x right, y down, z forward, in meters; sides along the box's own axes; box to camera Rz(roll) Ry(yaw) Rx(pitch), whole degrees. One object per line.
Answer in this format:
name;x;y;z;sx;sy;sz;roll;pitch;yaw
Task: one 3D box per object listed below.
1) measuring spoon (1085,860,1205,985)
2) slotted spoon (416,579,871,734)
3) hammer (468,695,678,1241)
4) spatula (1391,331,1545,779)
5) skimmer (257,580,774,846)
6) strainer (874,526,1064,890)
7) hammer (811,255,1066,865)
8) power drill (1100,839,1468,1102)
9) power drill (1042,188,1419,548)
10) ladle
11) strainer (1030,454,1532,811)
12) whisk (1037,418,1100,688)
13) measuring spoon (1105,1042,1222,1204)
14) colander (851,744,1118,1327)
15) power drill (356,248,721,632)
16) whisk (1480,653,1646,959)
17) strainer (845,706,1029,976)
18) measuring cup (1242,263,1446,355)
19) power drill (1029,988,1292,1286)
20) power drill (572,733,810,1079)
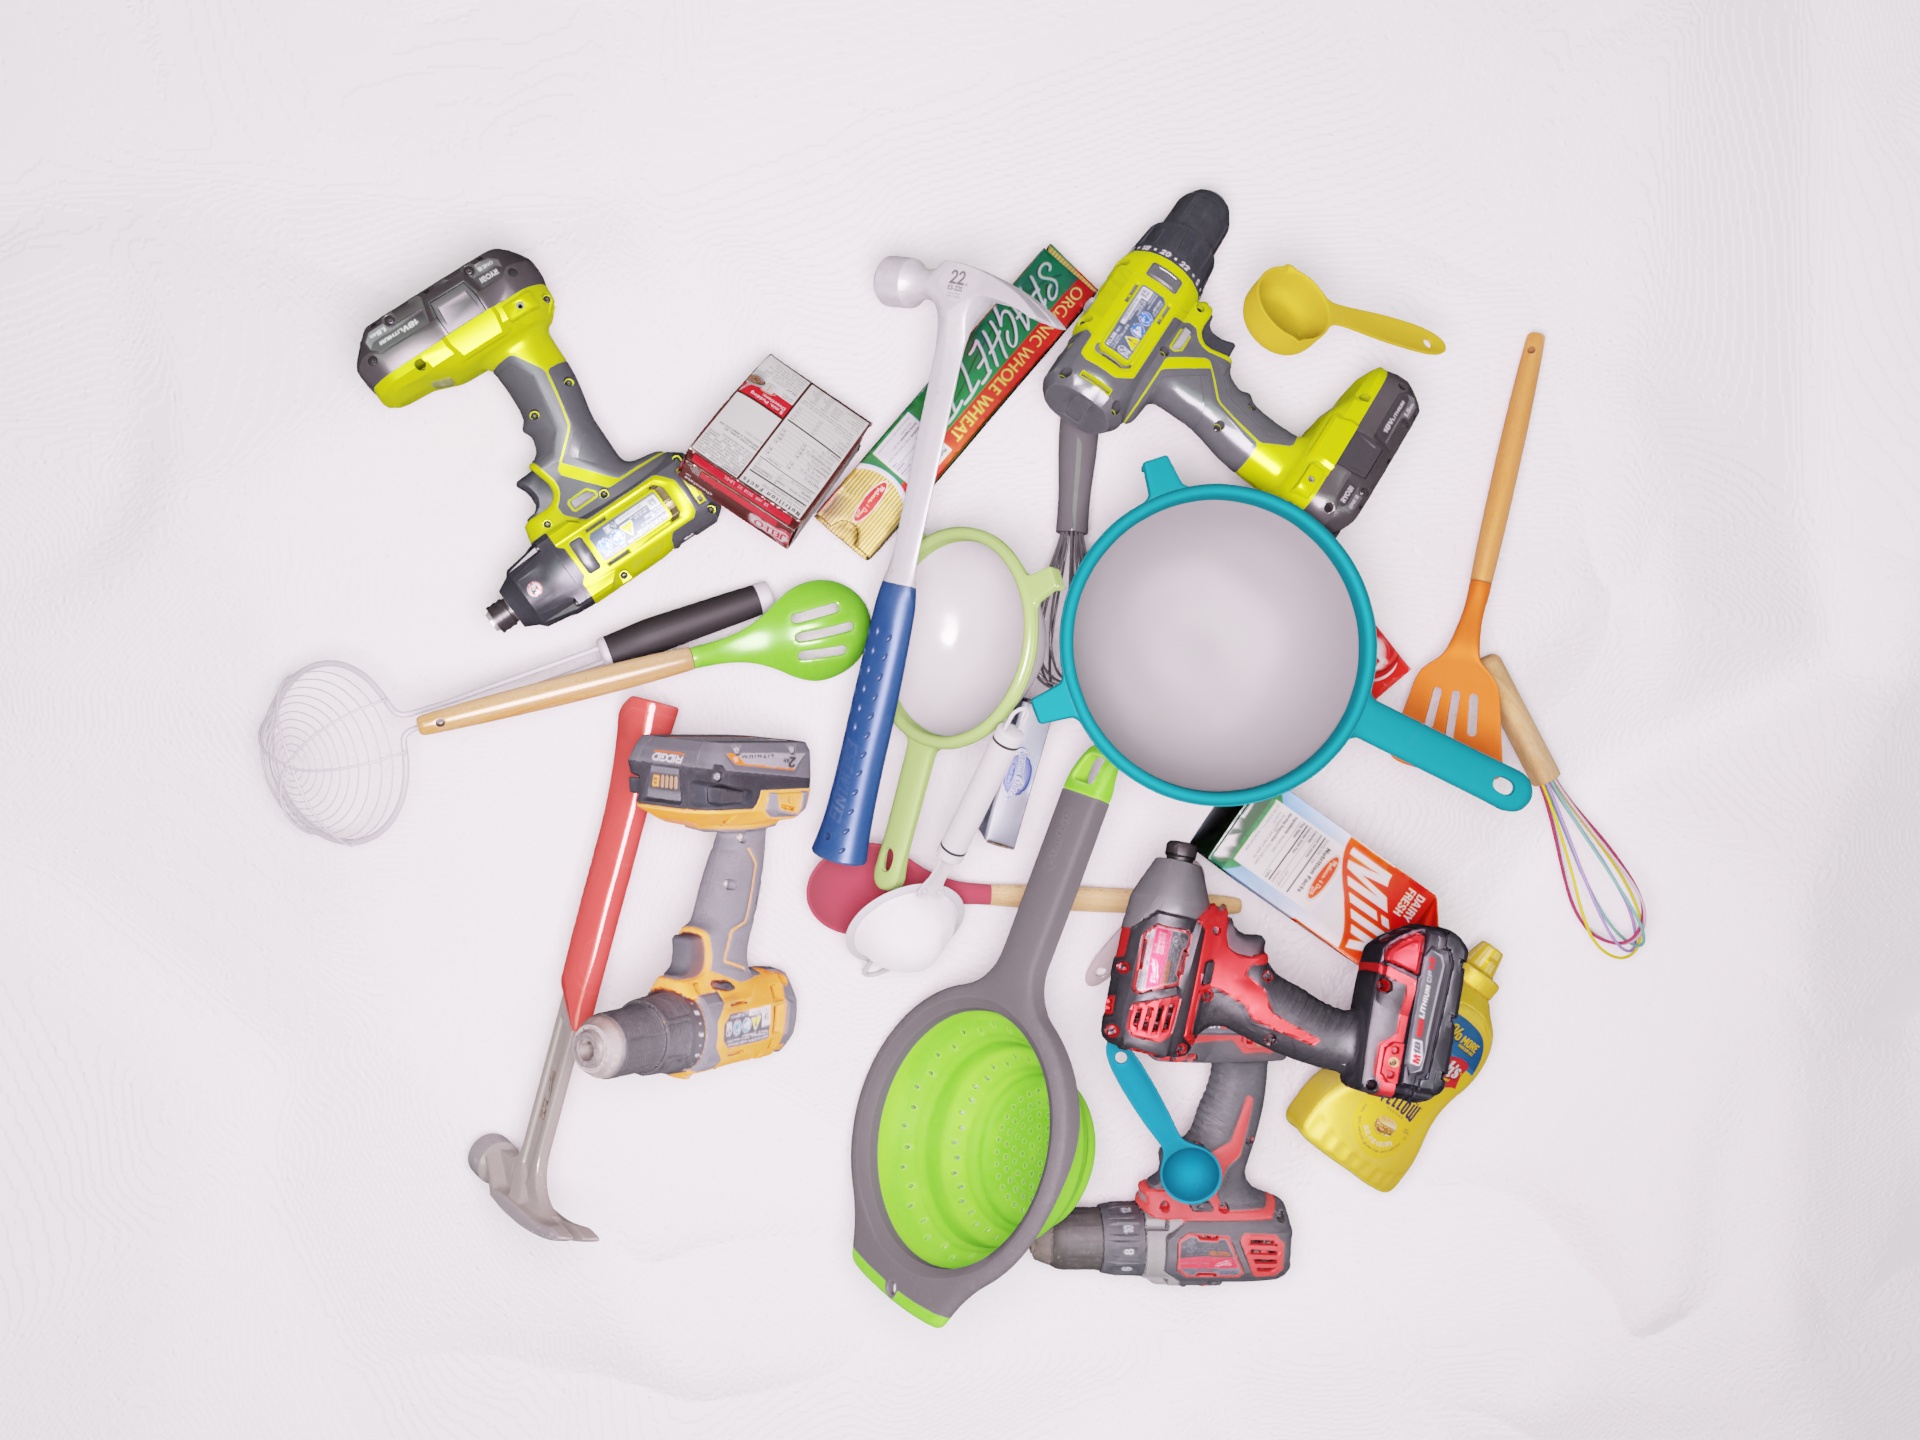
measuring spoon;0.131;0.149;1.136;0.034;0.018;0.124;32;108;-19
slotted spoon;-0.206;-0.034;1.075;0.313;0.031;0.070;-15;102;-15
hammer;-0.250;0.162;1.084;0.036;0.149;0.359;17;86;-41
spatula;0.379;-0.120;1.142;0.081;0.041;0.322;12;86;26
skimmer;-0.305;-0.023;1.106;0.363;0.090;0.127;-21;89;-12
strainer;-0.002;-0.004;1.097;0.069;0.152;0.256;5;105;-47
hammer;-0.035;-0.100;1.060;0.144;0.035;0.405;18;99;36
power drill;0.212;0.167;1.055;0.219;0.078;0.143;12;81;1
power drill;0.193;-0.241;1.095;0.228;0.080;0.190;34;76;-4
ladle;0.047;0.125;1.141;0.315;0.031;0.069;3;104;-6
strainer;0.222;-0.020;1.082;0.340;0.095;0.211;26;85;-5
whisk;0.080;-0.133;1.119;0.055;0.055;0.239;4;89;-4
measuring spoon;0.136;0.271;1.090;0.042;0.021;0.128;-31;91;9
colander;0.054;0.214;1.098;0.094;0.205;0.397;23;87;-40
power drill;-0.292;-0.182;1.066;0.171;0.080;0.223;-36;97;-10
whisk;0.434;0.064;1.156;0.047;0.051;0.245;-28;92;4
strainer;-0.010;0.095;1.070;0.086;0.050;0.258;7;123;-31
measuring cup;0.258;-0.262;1.069;0.156;0.029;0.062;8;66;-24
power drill;0.146;0.294;1.136;0.188;0.080;0.226;1;97;-4
power drill;-0.178;0.124;1.052;0.084;0.185;0.226;5;92;31
